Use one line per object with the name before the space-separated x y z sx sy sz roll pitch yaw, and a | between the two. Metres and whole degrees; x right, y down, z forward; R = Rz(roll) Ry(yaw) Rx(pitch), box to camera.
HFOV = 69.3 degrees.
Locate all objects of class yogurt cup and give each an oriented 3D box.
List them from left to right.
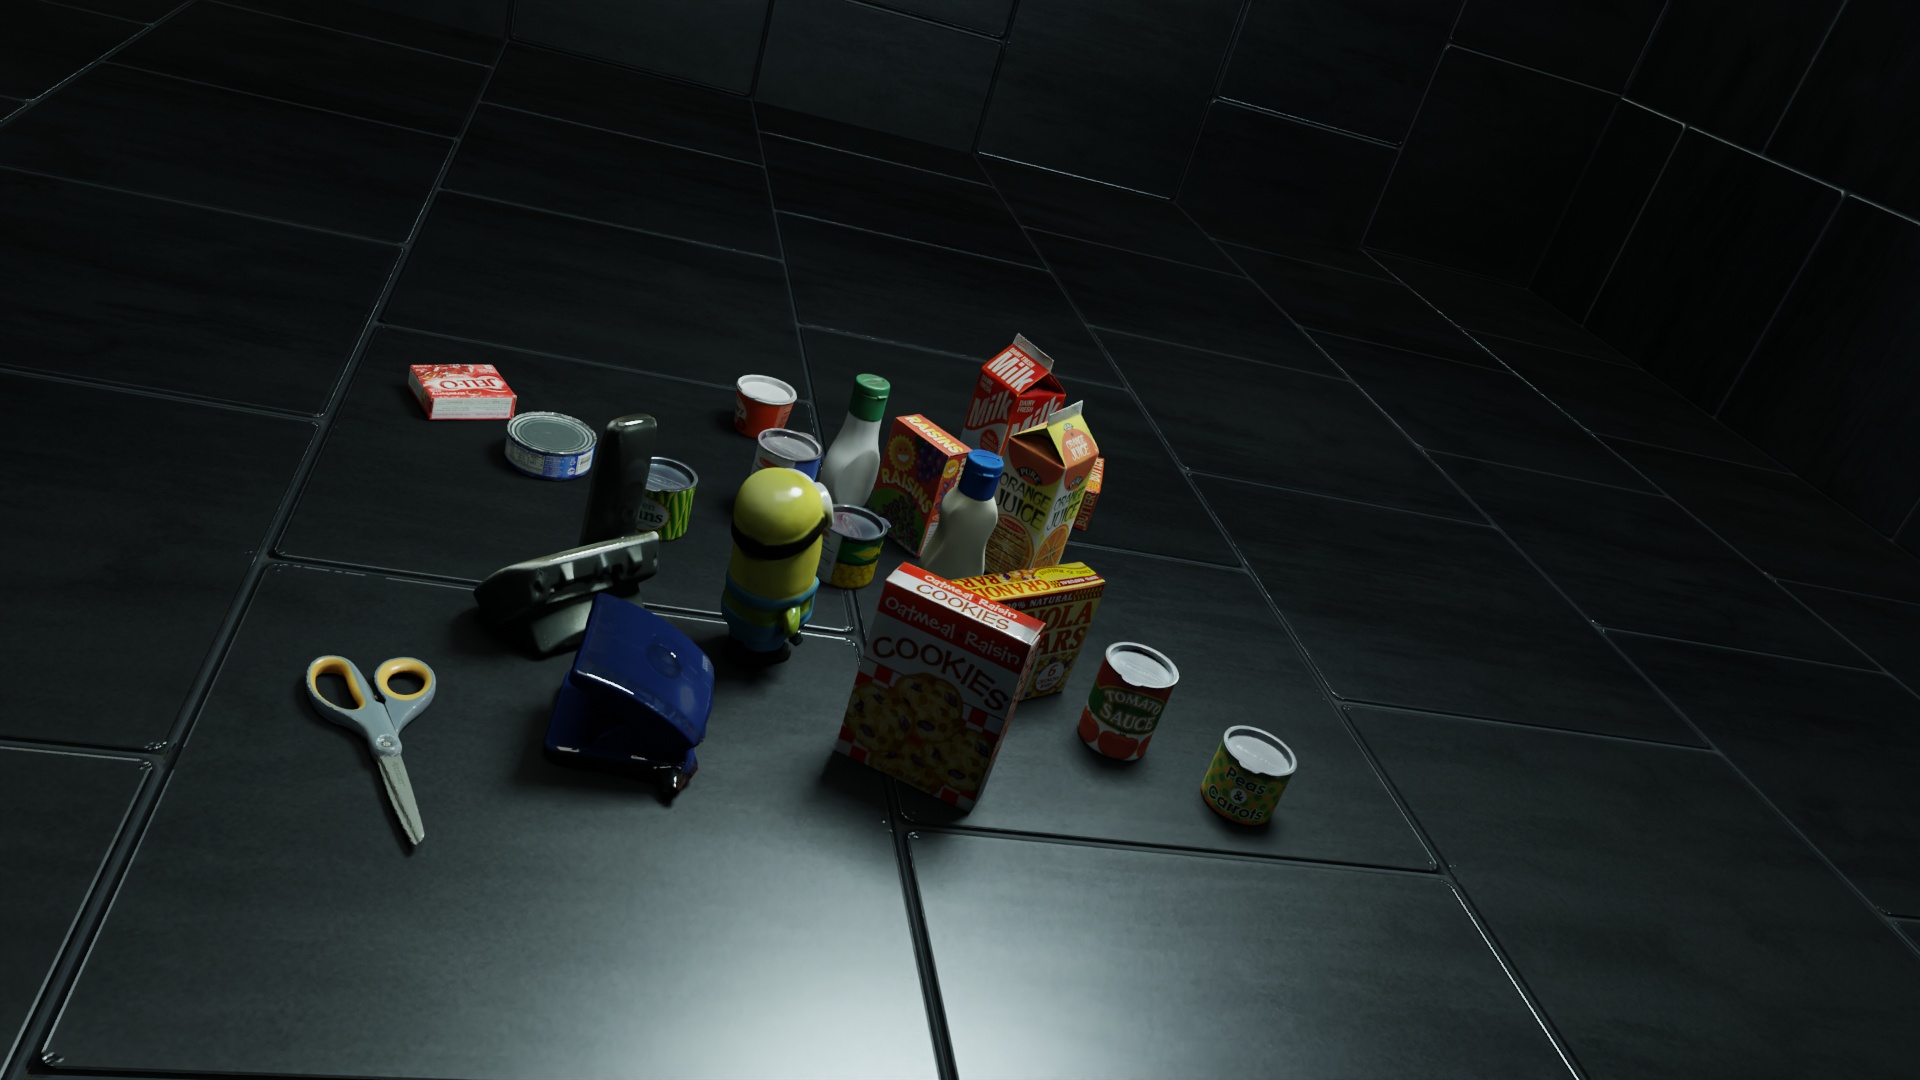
yogurt cup | -0.225 -0.150 1.575 0.072 0.053 0.073 14 27 -7

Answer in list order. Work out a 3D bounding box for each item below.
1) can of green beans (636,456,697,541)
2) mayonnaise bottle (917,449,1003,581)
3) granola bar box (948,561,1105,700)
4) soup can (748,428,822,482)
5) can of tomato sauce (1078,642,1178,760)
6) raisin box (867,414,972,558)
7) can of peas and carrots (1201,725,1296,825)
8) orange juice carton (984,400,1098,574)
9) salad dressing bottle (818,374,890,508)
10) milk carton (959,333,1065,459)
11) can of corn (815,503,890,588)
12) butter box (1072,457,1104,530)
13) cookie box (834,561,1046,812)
can of green beans | -0.290 -0.040 1.328 0.071 0.057 0.071 14 27 -7
mayonnaise bottle | 0.005 -0.017 1.365 0.065 0.147 0.041 8 29 -20
granola bar box | 0.040 0.087 1.220 0.166 0.123 0.039 -7 36 -39
soup can | -0.180 -0.062 1.407 0.071 0.083 0.072 14 27 -7
can of tomato sauce | 0.147 0.143 1.224 0.071 0.082 0.071 14 27 -7
raisin box | -0.043 -0.057 1.436 0.040 0.122 0.086 -12 40 -45
can of peas and carrots | 0.248 0.204 1.198 0.071 0.058 0.071 14 27 -7
orange juice carton | 0.080 -0.052 1.426 0.073 0.191 0.072 31 29 23
salad dressing bottle | -0.108 -0.101 1.453 0.064 0.147 0.044 -11 39 -44
milk carton | 0.056 -0.132 1.561 0.073 0.189 0.072 -5 35 -38
can of corn | -0.108 0.006 1.352 0.071 0.058 0.071 14 27 -7
butter box | 0.147 -0.057 1.628 0.024 0.053 0.104 18 27 0
cookie box | -0.018 0.115 1.086 0.123 0.166 0.040 23 27 10
